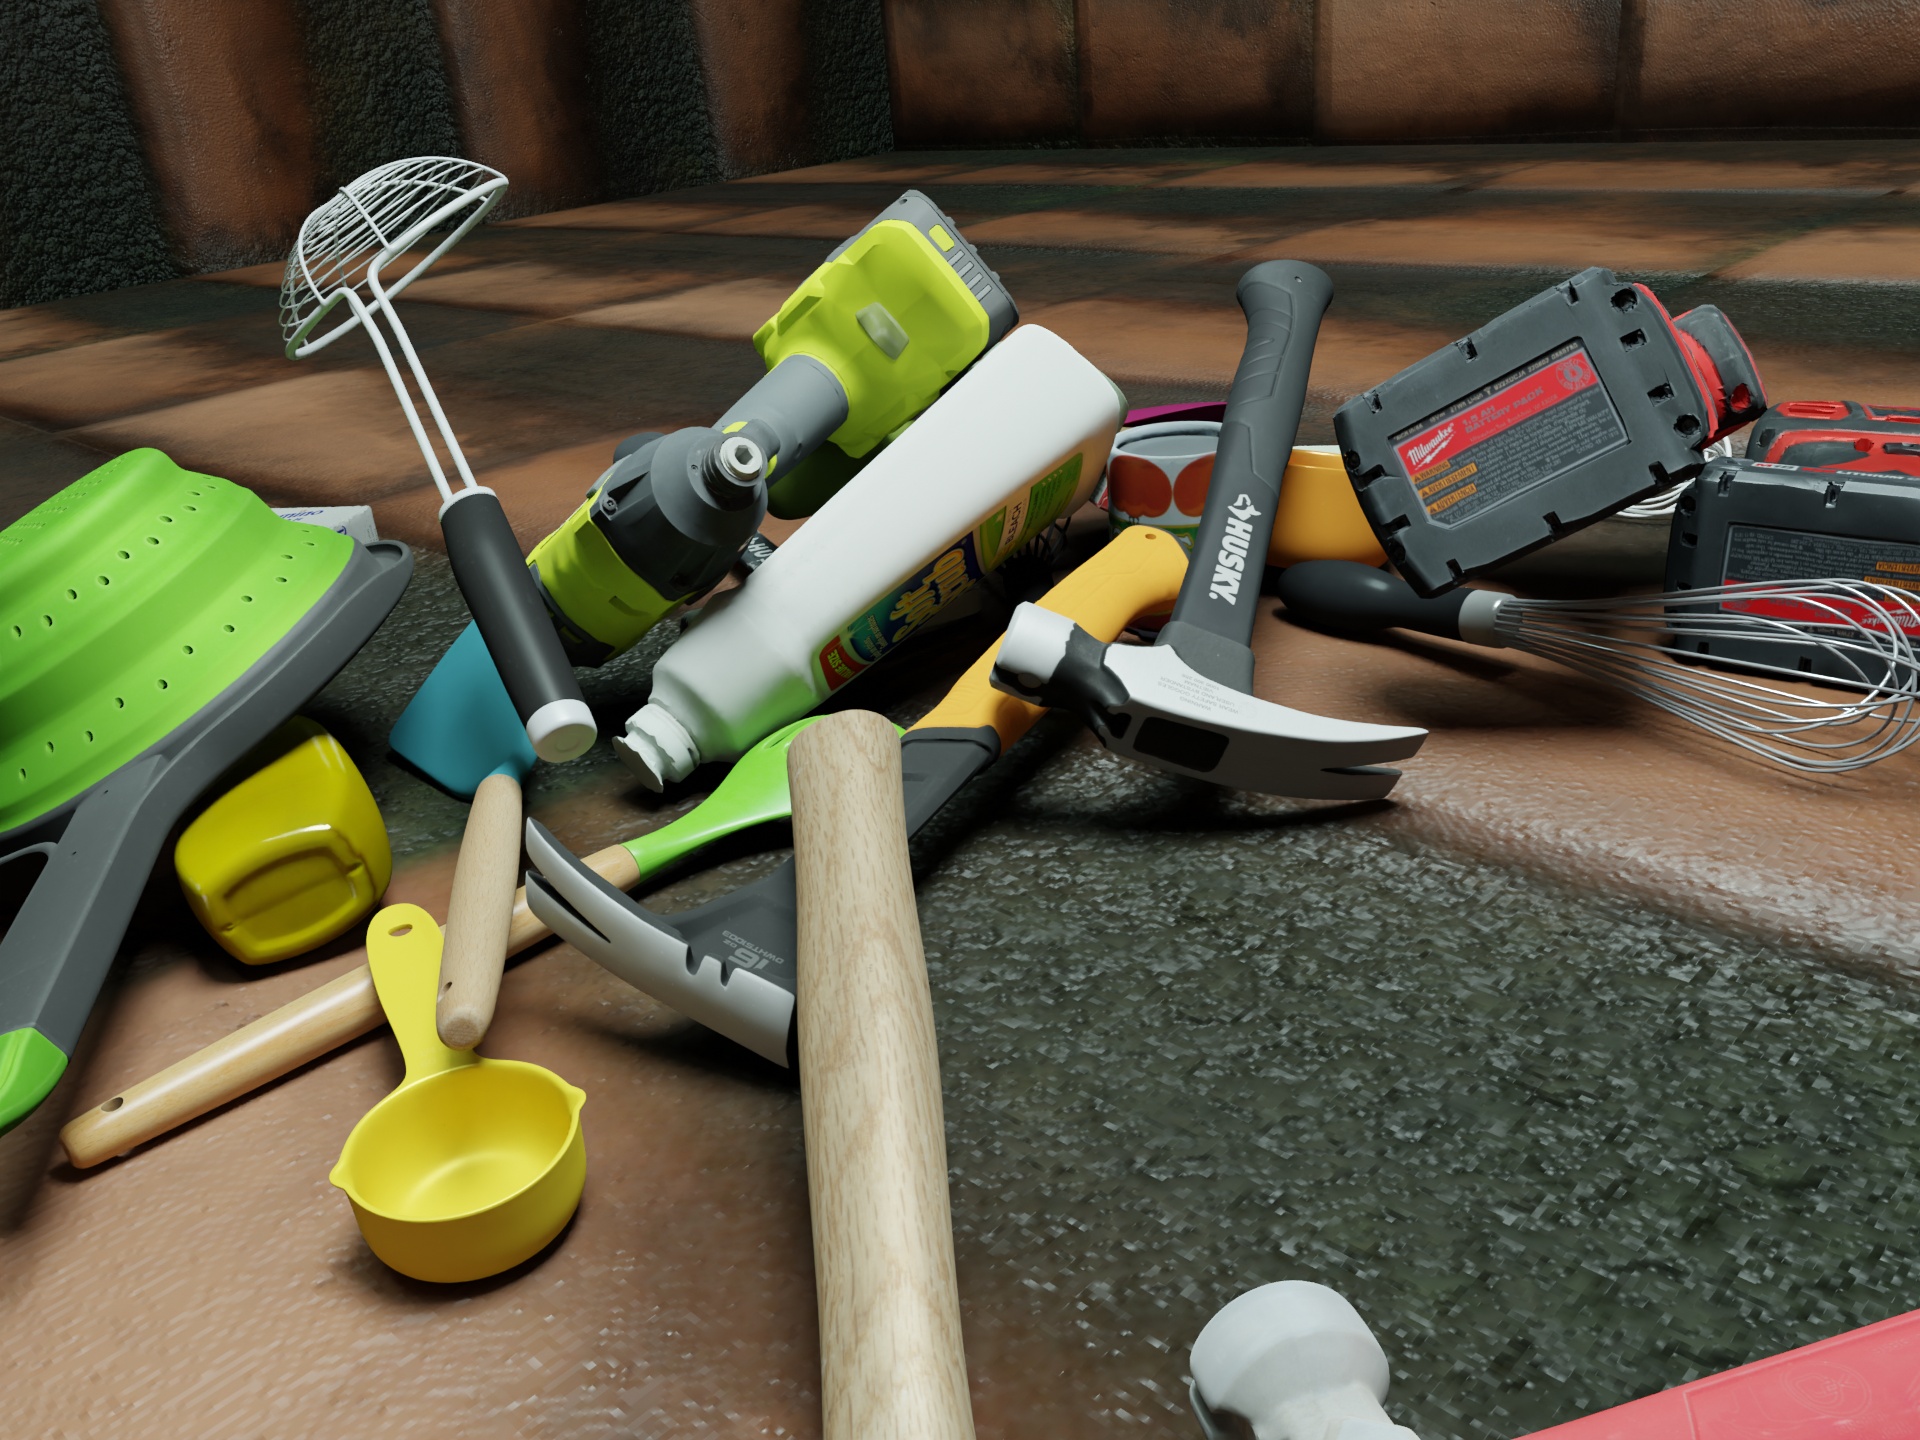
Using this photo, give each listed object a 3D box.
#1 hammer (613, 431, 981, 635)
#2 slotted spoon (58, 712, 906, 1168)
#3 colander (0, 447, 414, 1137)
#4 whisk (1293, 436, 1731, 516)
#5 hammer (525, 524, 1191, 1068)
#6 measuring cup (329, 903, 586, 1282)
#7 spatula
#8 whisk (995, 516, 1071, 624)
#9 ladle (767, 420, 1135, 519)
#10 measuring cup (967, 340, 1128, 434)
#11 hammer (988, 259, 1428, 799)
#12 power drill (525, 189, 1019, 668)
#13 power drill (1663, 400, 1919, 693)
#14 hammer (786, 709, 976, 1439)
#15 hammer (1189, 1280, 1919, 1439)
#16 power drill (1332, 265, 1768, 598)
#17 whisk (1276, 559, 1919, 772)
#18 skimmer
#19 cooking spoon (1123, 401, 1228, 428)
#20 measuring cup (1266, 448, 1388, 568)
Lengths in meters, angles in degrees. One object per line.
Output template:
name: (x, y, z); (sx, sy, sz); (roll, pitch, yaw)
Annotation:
hammer: (-0.126, -0.110, 0.885); (0.149, 0.036, 0.409); (-13, 25, -19)
slotted spoon: (-0.130, 0.059, 0.523); (0.314, 0.031, 0.070); (-27, 33, -37)
colander: (-0.299, -0.003, 0.526); (0.204, 0.094, 0.397); (-33, 28, 1)
whisk: (0.275, -0.137, 0.847); (0.246, 0.059, 0.057); (5, -12, 31)
hammer: (-0.001, -0.002, 0.569); (0.127, 0.034, 0.337); (23, 36, 19)
measuring cup: (-0.142, 0.096, 0.436); (0.062, 0.029, 0.157); (-15, 27, -21)
spatula: (-0.166, 0.028, 0.531); (0.082, 0.044, 0.318); (-51, 20, 4)
whisk: (0.035, -0.066, 0.747); (0.055, 0.055, 0.239); (-6, 28, 0)
ladle: (0.028, -0.145, 0.888); (0.320, 0.062, 0.078); (-6, 15, -38)
measuring cup: (0.000, -0.157, 0.790); (0.168, 0.083, 0.038); (14, 75, 26)
hammer: (0.122, -0.098, 0.646); (0.146, 0.035, 0.335); (21, 45, 1)
power drill: (-0.077, -0.123, 0.667); (0.171, 0.080, 0.223); (-25, 21, 53)
power drill: (0.411, -0.084, 0.666); (0.188, 0.080, 0.226); (14, 28, 36)
hammer: (-0.016, 0.090, 0.343); (0.130, 0.031, 0.332); (-19, 31, 5)
hammer: (0.248, 0.120, 0.292); (0.386, 0.038, 0.143); (-11, 26, -12)
power drill: (0.236, -0.113, 0.637); (0.143, 0.078, 0.219); (-27, -4, 32)
whisk: (0.236, -0.034, 0.622); (0.070, 0.070, 0.285); (-22, 24, -33)
skimmer: (-0.199, -0.113, 0.653); (0.127, 0.090, 0.364); (-37, 58, 8)
cooking spoon: (0.025, -0.173, 0.960); (0.319, 0.017, 0.068); (-5, -9, -8)
measuring cup: (0.207, -0.100, 0.781); (0.173, 0.052, 0.095); (1, 16, -23)
